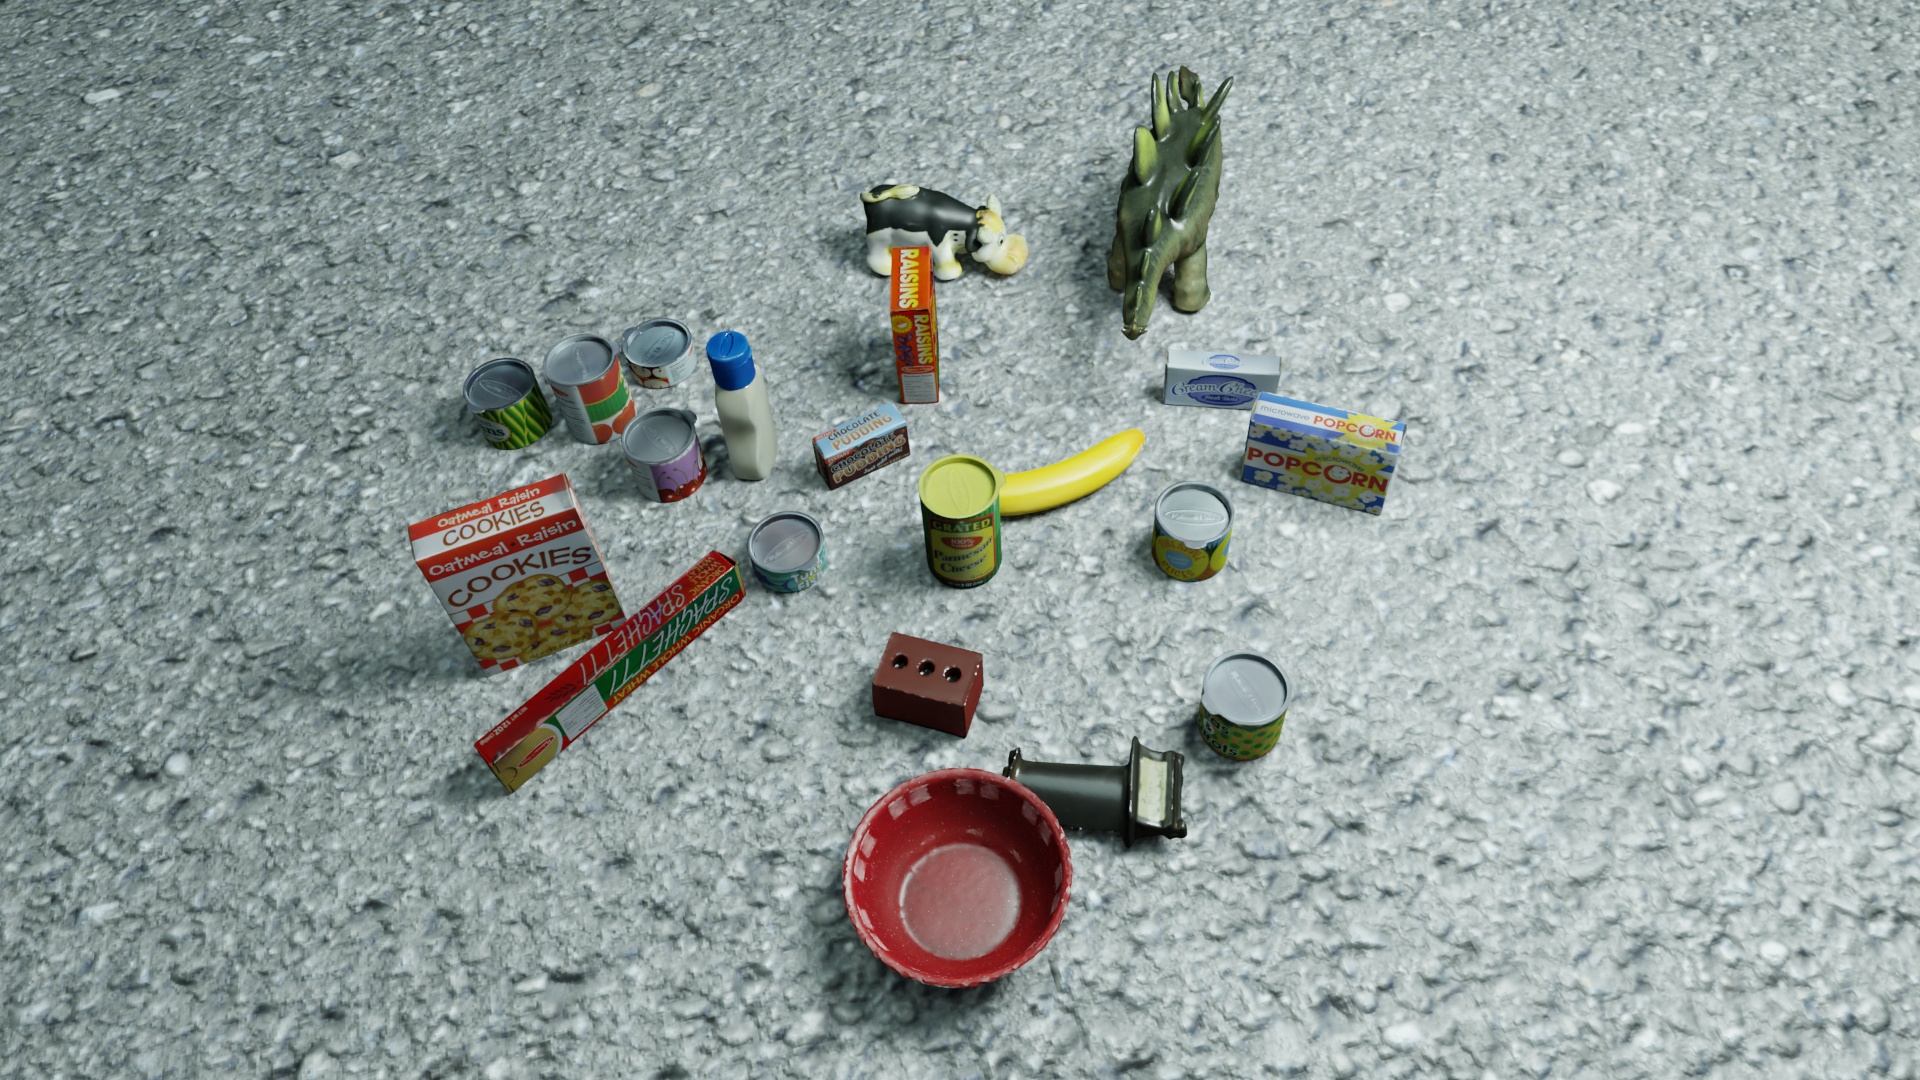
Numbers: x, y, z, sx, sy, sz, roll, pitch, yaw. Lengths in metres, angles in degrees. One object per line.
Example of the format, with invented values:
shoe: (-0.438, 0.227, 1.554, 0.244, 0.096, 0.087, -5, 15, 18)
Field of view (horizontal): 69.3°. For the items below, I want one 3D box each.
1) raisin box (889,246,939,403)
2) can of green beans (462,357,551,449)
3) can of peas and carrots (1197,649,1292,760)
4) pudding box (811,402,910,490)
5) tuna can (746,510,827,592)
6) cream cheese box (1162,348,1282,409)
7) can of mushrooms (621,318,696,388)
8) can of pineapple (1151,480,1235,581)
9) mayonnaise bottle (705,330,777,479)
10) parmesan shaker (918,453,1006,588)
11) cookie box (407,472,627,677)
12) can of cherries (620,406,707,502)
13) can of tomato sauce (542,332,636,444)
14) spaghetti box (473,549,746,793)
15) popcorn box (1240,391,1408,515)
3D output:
raisin box: (-0.041, -0.198, 1.285, 0.040, 0.122, 0.086, -2, 53, 2)
can of green beans: (-0.422, -0.127, 1.296, 0.071, 0.057, 0.071, -2, 53, 2)
can of peas and carrots: (0.214, 0.128, 1.063, 0.071, 0.058, 0.071, -2, 53, 2)
pudding box: (-0.089, -0.085, 1.249, 0.084, 0.049, 0.030, -25, 56, -15)
tuna can: (-0.146, 0.011, 1.190, 0.071, 0.032, 0.071, -2, 53, 2)
cream cheese box: (0.239, -0.146, 1.272, 0.104, 0.053, 0.024, 5, 54, 7)
can of mushrooms: (-0.292, -0.182, 1.345, 0.071, 0.033, 0.071, -2, 53, 2)
can of pineapple: (0.194, -0.006, 1.166, 0.071, 0.057, 0.071, -2, 53, 2)
mayonnaise bottle: (-0.192, -0.120, 1.220, 0.041, 0.147, 0.065, 3, 54, 6)
parmesan shaker: (0.004, -0.014, 1.156, 0.071, 0.102, 0.071, -2, 53, 2)
cookie box: (-0.348, 0.029, 1.105, 0.123, 0.166, 0.040, -21, 55, -11)
can of cherries: (-0.263, -0.078, 1.249, 0.071, 0.058, 0.072, -2, 53, 2)
can of tomato sauce: (-0.340, -0.141, 1.286, 0.071, 0.082, 0.071, -2, 53, 2)
spaghetti box: (-0.276, 0.101, 1.120, 0.029, 0.050, 0.251, 35, 62, 26)
popcorn box: (0.310, -0.075, 1.194, 0.127, 0.084, 0.038, 15, 56, 14)
